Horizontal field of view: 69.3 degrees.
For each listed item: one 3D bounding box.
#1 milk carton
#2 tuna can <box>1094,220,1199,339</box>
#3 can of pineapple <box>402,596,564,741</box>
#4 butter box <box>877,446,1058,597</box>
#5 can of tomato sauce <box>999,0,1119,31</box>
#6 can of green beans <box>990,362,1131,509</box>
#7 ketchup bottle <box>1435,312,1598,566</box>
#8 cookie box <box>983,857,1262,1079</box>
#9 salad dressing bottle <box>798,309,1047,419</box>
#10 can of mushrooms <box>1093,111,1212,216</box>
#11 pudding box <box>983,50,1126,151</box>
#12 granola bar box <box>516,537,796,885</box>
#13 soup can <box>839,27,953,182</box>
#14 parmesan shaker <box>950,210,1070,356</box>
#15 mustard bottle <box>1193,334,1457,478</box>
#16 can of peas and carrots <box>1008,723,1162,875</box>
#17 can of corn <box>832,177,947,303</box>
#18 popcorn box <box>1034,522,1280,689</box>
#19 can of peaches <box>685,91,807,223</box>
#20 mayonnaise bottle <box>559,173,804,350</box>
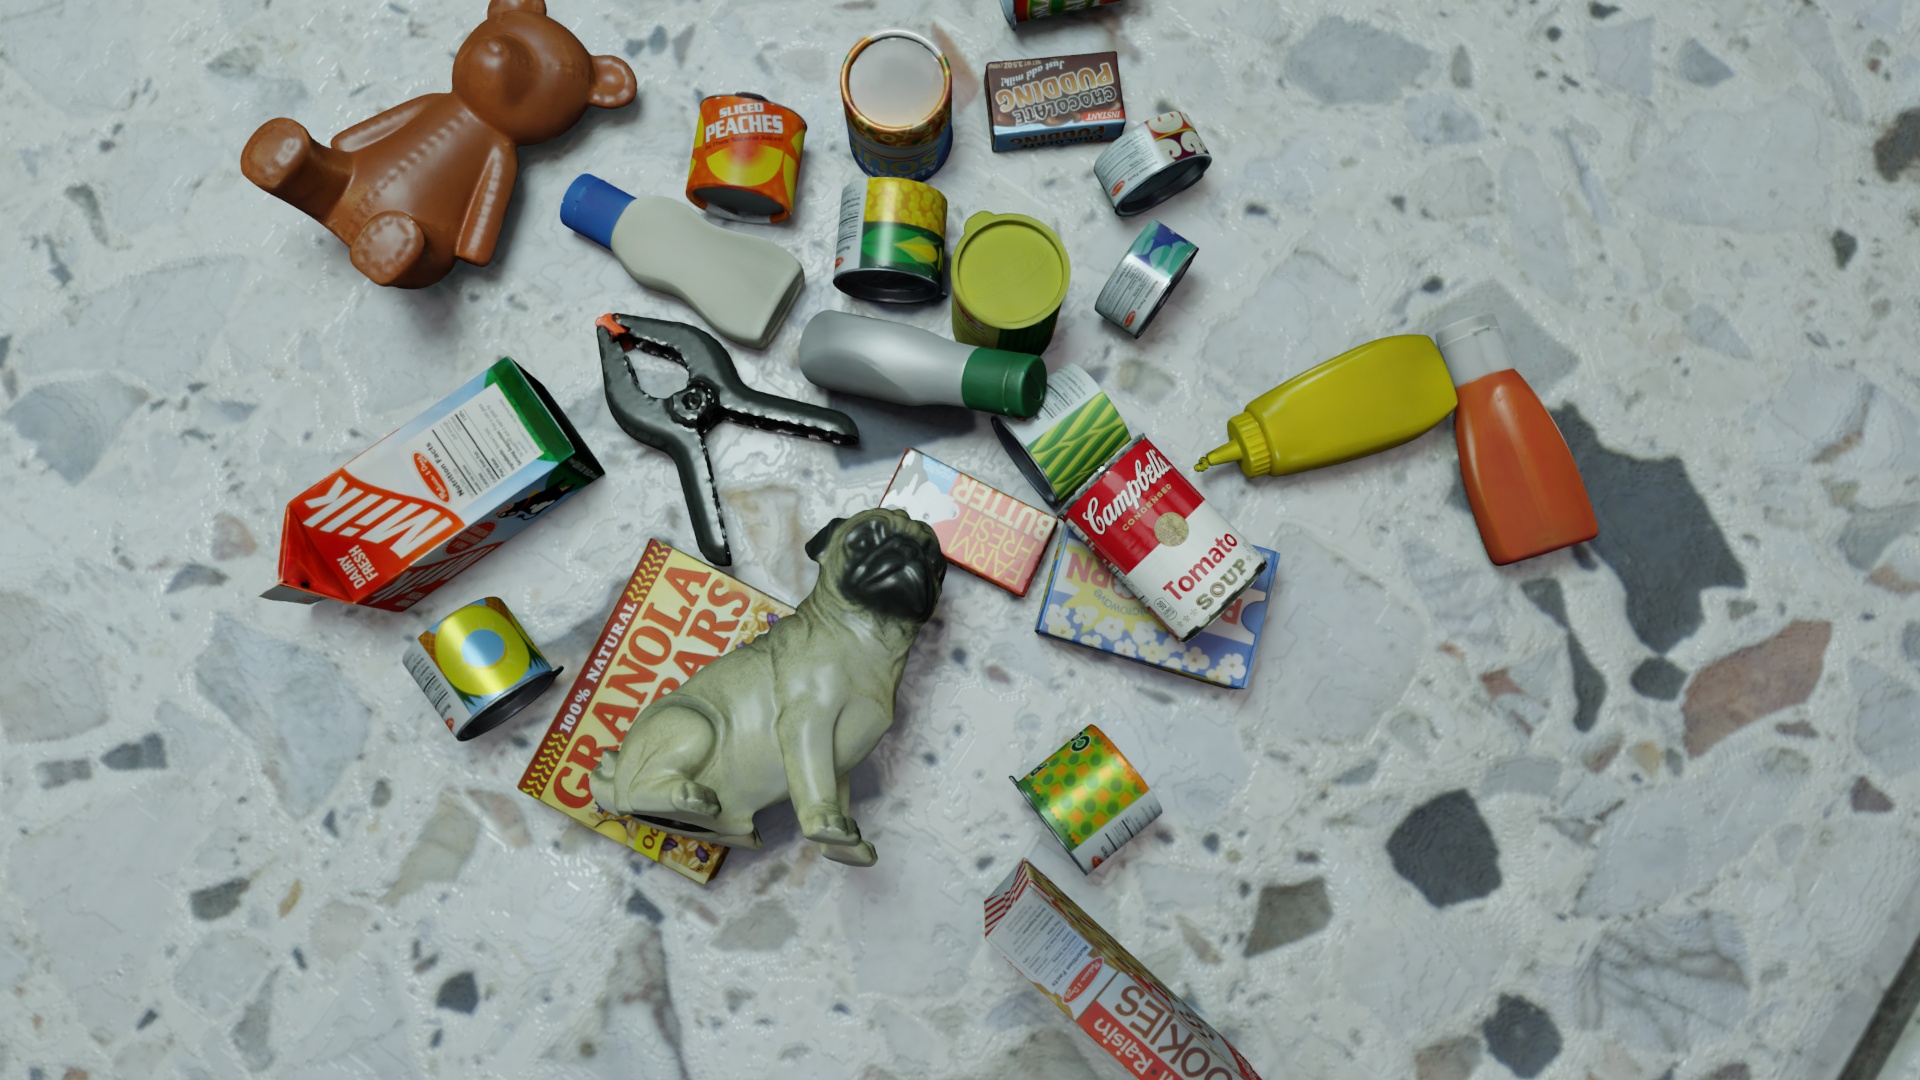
[{"bbox_3d":[-0.315,-0.019,0.815,0.191,0.072,0.073,-35,84,-6],"label":"milk carton"},{"bbox_3d":[0.113,-0.159,0.839,0.033,0.071,0.071,35,84,5],"label":"tuna can"},{"bbox_3d":[-0.277,0.073,0.806,0.071,0.071,0.058,-37,84,-4],"label":"can of pineapple"},{"bbox_3d":[0.003,-0.011,0.839,0.103,0.024,0.053,26,83,3],"label":"butter box"},{"bbox_3d":[0.065,-0.362,0.864,0.083,0.071,0.071,-13,83,-3],"label":"can of tomato sauce"},{"bbox_3d":[0.060,-0.063,0.825,0.058,0.071,0.071,-36,84,-5],"label":"can of green beans"},{"bbox_3d":[0.329,-0.063,0.838,0.065,0.043,0.149,-16,83,-3],"label":"ketchup bottle"},{"bbox_3d":[0.088,0.249,0.755,0.167,0.123,0.040,42,86,5],"label":"cookie box"},{"bbox_3d":[-0.023,-0.101,0.813,0.148,0.064,0.044,14,74,25],"label":"salad dressing bottle"},{"bbox_3d":[0.118,-0.230,0.849,0.071,0.071,0.033,-27,83,-3],"label":"can of mushrooms"},{"bbox_3d":[0.059,-0.275,0.871,0.084,0.030,0.049,-5,84,-1],"label":"pudding box"},{"bbox_3d":[-0.163,0.099,0.816,0.124,0.039,0.165,26,83,3],"label":"granola bar box"},{"bbox_3d":[-0.038,-0.259,0.841,0.071,0.083,0.071,0,83,0],"label":"soup can"},{"bbox_3d":[0.026,-0.146,0.817,0.071,0.103,0.071,0,83,-1],"label":"parmesan shaker"},{"bbox_3d":[0.213,-0.073,0.836,0.160,0.049,0.065,-20,84,-2],"label":"mustard bottle"},{"bbox_3d":[0.072,0.146,0.798,0.059,0.071,0.071,-38,84,-5],"label":"can of peas and carrots"},{"bbox_3d":[-0.040,-0.180,0.841,0.071,0.071,0.058,4,83,0],"label":"can of corn"},{"bbox_3d":[0.116,0.032,0.827,0.127,0.038,0.085,16,82,2],"label":"popcorn box"},{"bbox_3d":[-0.130,-0.231,0.844,0.071,0.071,0.058,9,84,1],"label":"can of peaches"},{"bbox_3d":[-0.173,-0.176,0.852,0.148,0.041,0.065,28,82,4],"label":"mayonnaise bottle"}]
